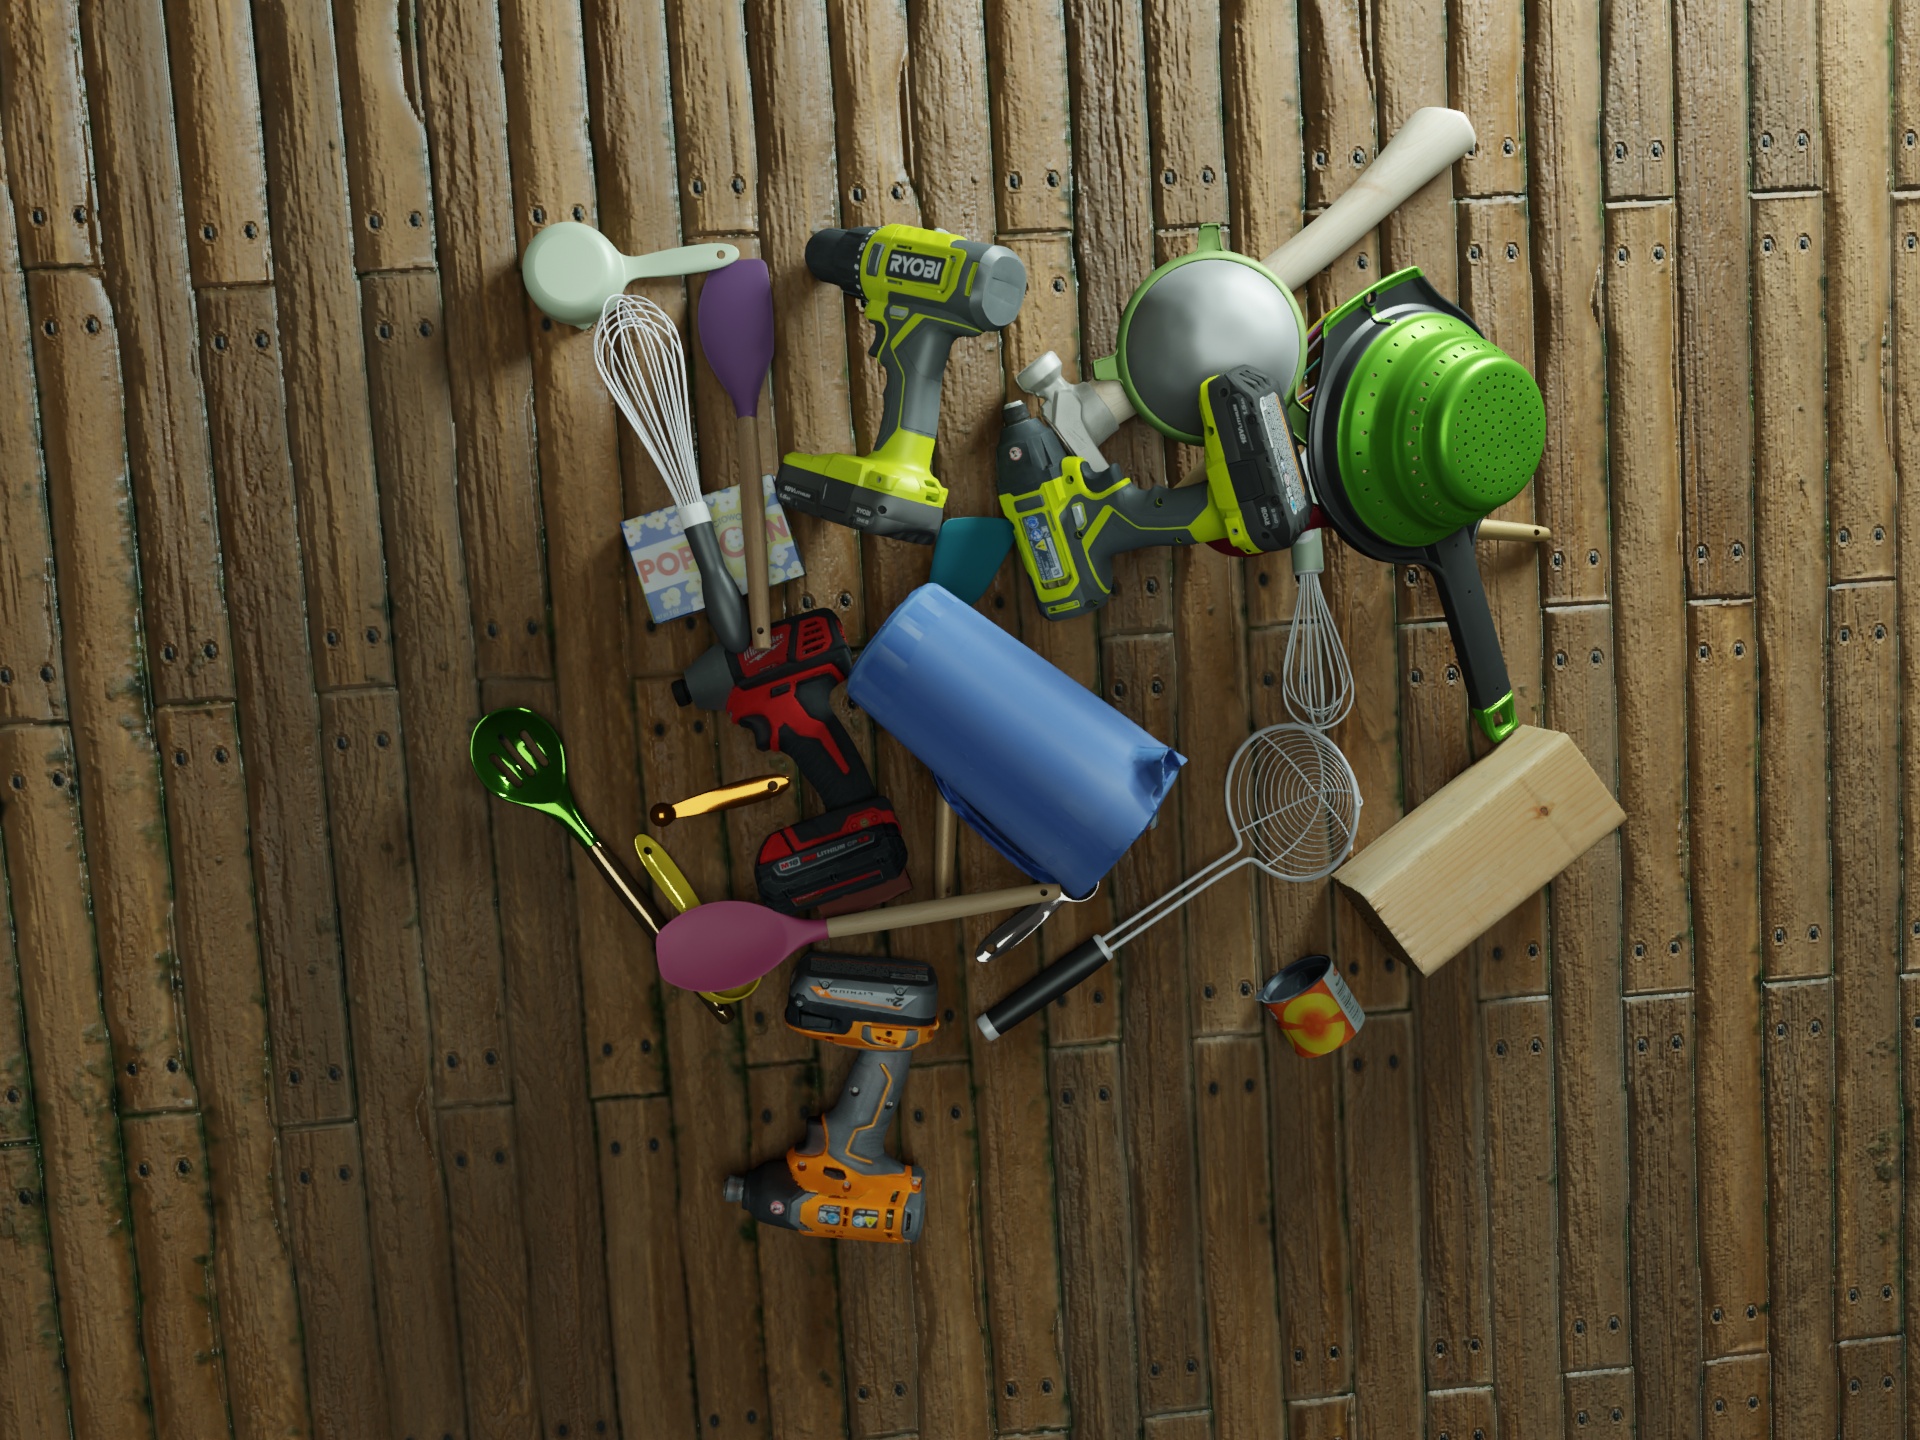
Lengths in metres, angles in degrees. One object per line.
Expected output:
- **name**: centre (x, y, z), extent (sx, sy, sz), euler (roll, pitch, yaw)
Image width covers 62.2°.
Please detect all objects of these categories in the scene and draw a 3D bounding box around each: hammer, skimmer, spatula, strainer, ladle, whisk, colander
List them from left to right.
- **whisk**: centre (-0.212, -0.186, 1.207), extent (0.070, 0.070, 0.284), euler (-19, 94, -3)
- **spatula**: centre (-0.165, -0.208, 1.227), extent (0.060, 0.018, 0.316), euler (-6, 80, 1)
- **spatula**: centre (-0.002, -0.004, 1.276), extent (0.082, 0.044, 0.317), euler (-4, 100, -42)
- **skimmer**: centre (0.159, 0.141, 1.279), extent (0.363, 0.090, 0.127), euler (-35, 64, 2)
- **whisk**: centre (0.245, -0.242, 1.278), extent (0.245, 0.051, 0.047), euler (-45, 102, 3)
- **hammer**: centre (0.248, -0.340, 1.273), extent (0.410, 0.038, 0.146), euler (-38, 98, -1)
- **strainer**: centre (0.238, -0.254, 1.218), extent (0.256, 0.069, 0.151), euler (39, 94, -4)
- **whisk**: centre (0.282, -0.113, 1.291), extent (0.058, 0.059, 0.246), euler (-4, 91, 24)
- **ladle**: centre (0.335, -0.159, 1.274), extent (0.315, 0.031, 0.069), euler (2, 87, -16)
- **colander**: centre (0.396, -0.147, 1.218), extent (0.204, 0.095, 0.396), euler (-34, 115, -20)

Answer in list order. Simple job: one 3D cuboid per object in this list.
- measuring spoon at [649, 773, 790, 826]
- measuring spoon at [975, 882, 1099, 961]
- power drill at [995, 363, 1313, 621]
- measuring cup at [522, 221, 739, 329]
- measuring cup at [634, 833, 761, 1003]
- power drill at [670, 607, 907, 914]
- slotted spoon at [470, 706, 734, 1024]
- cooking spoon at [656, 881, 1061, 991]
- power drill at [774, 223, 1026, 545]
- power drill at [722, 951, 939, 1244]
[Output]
- **measuring spoon**: centre (-0.194, 0.064, 1.284), extent (0.117, 0.011, 0.021), euler (-15, 96, -3)
- **measuring spoon**: centre (0.062, 0.158, 1.313), extent (0.124, 0.018, 0.034), euler (-38, 95, 6)
- **power drill**: centre (0.137, -0.181, 1.203), extent (0.223, 0.080, 0.171), euler (-12, 103, 30)
- **measuring cup**: centre (-0.256, -0.353, 1.230), extent (0.167, 0.038, 0.083), euler (-9, 95, -2)
- **measuring cup**: centre (-0.219, 0.160, 1.282), extent (0.062, 0.029, 0.156), euler (-32, 84, -36)
- **power drill**: centre (-0.132, 0.030, 1.229), extent (0.143, 0.078, 0.220), euler (-18, 74, -4)
- **slotted spoon**: centre (-0.281, 0.121, 1.275), extent (0.070, 0.031, 0.313), euler (-39, 99, -18)
- **cooking spoon**: centre (-0.078, 0.159, 1.243), extent (0.319, 0.017, 0.069), euler (-9, 78, -3)
- **power drill**: centre (-0.063, -0.262, 1.209), extent (0.191, 0.080, 0.228), euler (21, 100, 34)
- **power drill**: centre (-0.102, 0.307, 1.279), extent (0.164, 0.084, 0.226), euler (6, 98, -4)
